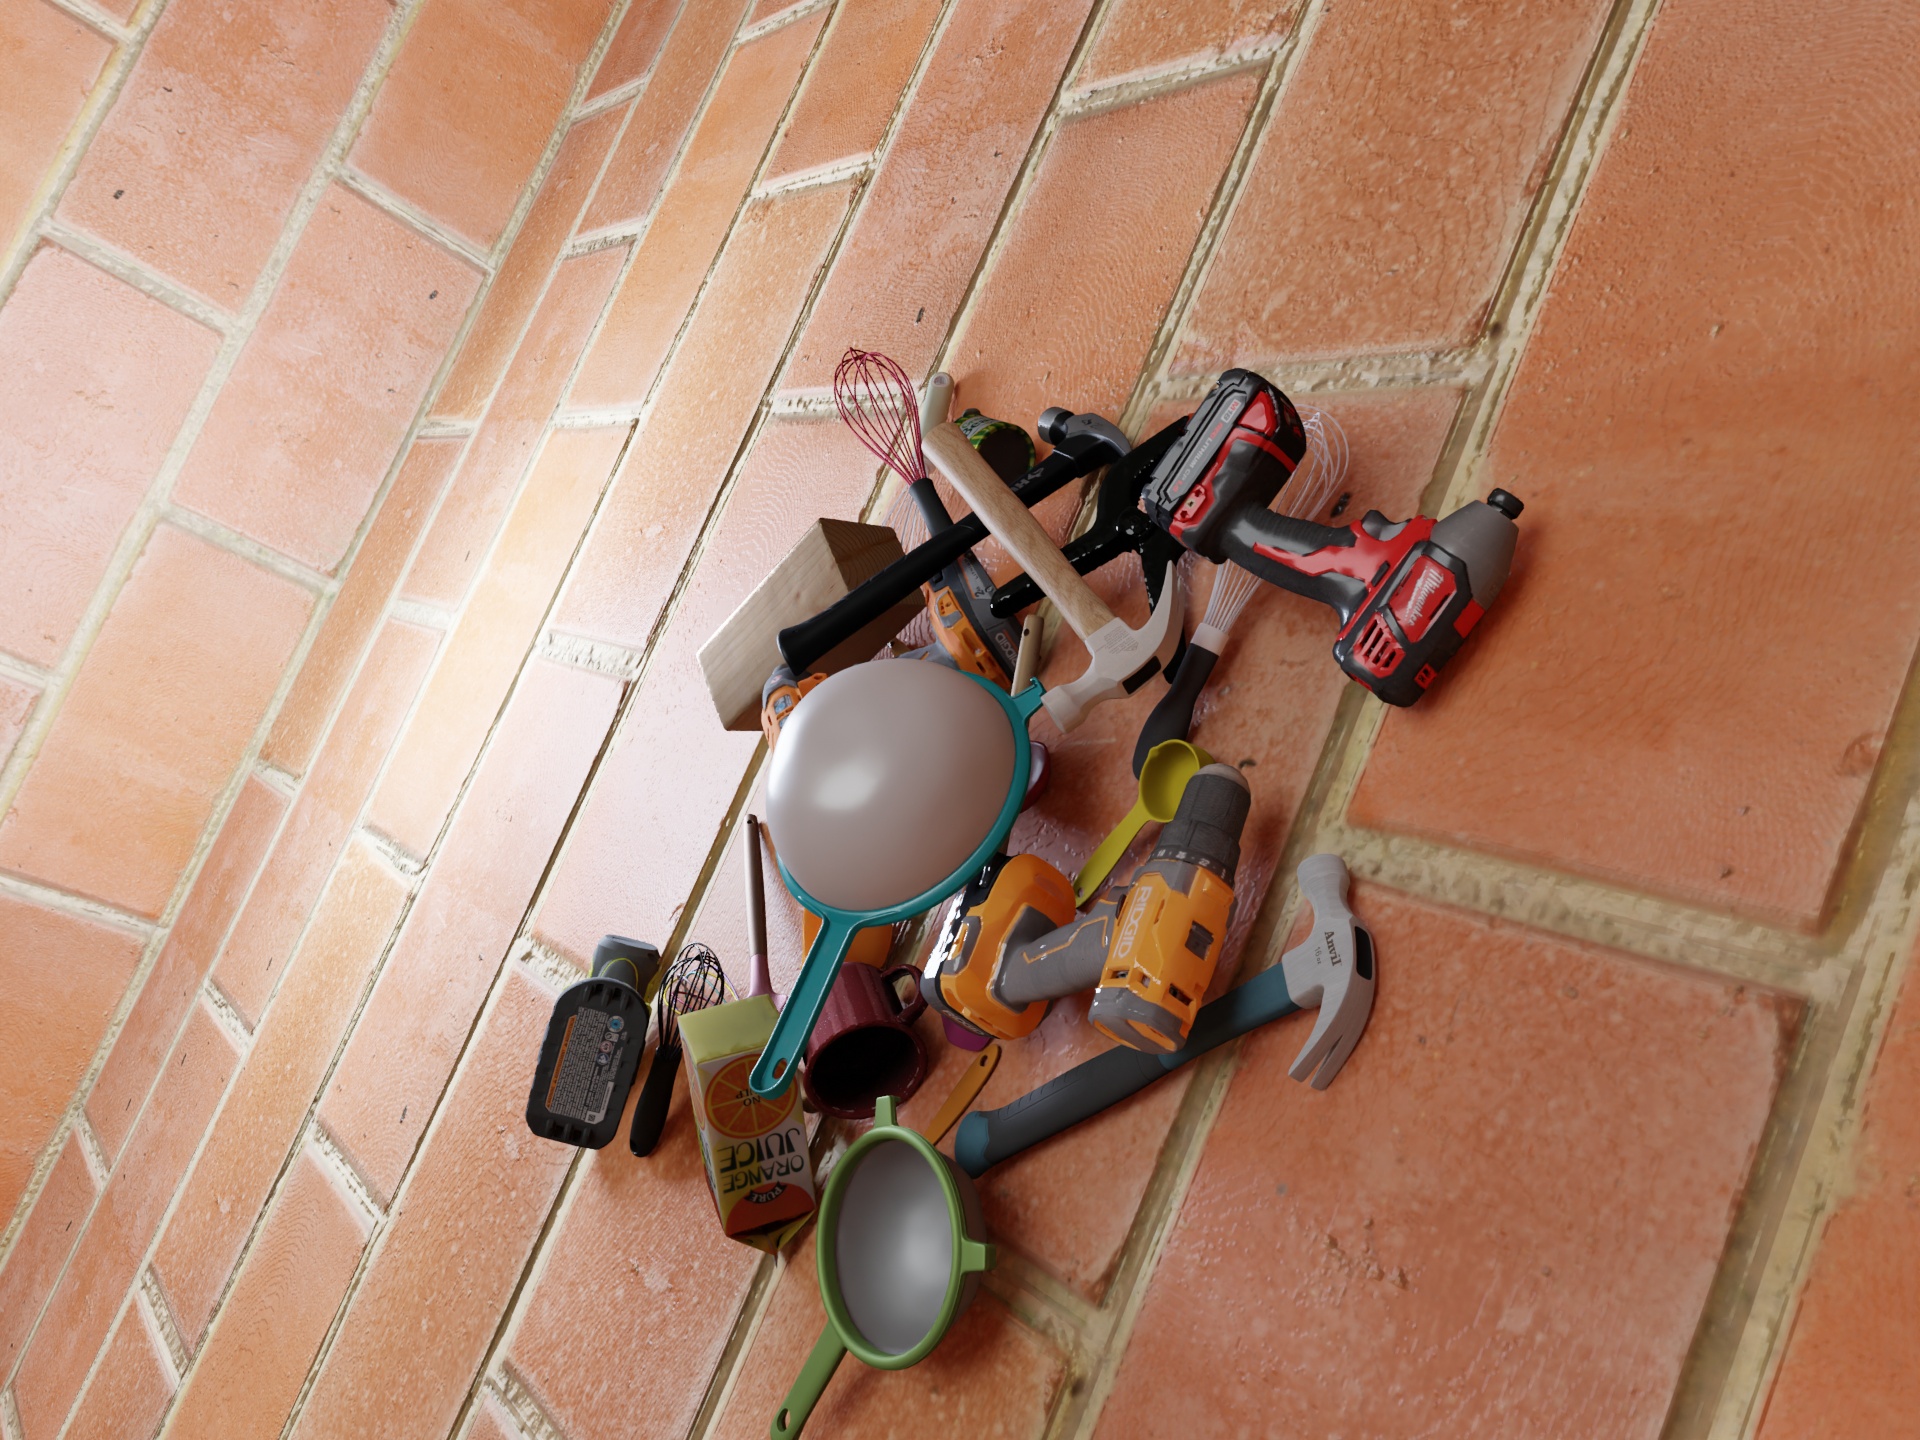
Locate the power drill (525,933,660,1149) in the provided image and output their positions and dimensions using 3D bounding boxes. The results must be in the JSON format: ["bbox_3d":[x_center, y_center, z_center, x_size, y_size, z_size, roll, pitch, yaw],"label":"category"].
[{"bbox_3d":[-0.318,0.294,1.385,0.228,0.080,0.190,168,118,-82],"label":"power drill"}]

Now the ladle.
[{"bbox_3d":[-0.002,-0.004,1.301,0.069,0.031,0.316,-46,35,3],"label":"ladle"}]

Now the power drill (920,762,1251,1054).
[{"bbox_3d":[0.087,0.120,1.025,0.226,0.084,0.185,-15,45,53],"label":"power drill"}]

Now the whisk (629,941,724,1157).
[{"bbox_3d":[-0.243,0.283,1.339,0.238,0.055,0.055,-69,29,29],"label":"whisk"}]

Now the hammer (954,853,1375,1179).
[{"bbox_3d":[0.118,0.211,0.999,0.331,0.033,0.128,-36,41,32],"label":"hammer"}]

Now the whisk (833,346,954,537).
[{"bbox_3d":[-0.043,-0.223,1.419,0.073,0.073,0.296,-40,61,27],"label":"whisk"}]

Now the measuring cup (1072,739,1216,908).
[{"bbox_3d":[0.125,0.078,1.096,0.156,0.029,0.062,-55,40,30],"label":"measuring cup"}]

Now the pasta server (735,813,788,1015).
[{"bbox_3d":[-0.174,0.180,1.357,0.317,0.060,0.040,-103,8,-52],"label":"pasta server"}]

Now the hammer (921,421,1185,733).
[{"bbox_3d":[0.054,-0.130,1.173,0.130,0.031,0.332,-34,47,0],"label":"hammer"}]

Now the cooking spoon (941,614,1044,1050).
[{"bbox_3d":[0.029,0.080,1.157,0.069,0.017,0.319,6,85,48],"label":"cooking spoon"}]

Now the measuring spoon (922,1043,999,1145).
[{"bbox_3d":[-0.009,0.275,1.130,0.117,0.011,0.021,-55,36,9],"label":"measuring spoon"}]

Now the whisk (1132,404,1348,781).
[{"bbox_3d":[0.188,-0.085,1.101,0.070,0.070,0.284,30,96,55],"label":"whisk"}]

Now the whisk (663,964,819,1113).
[{"bbox_3d":[-0.183,0.267,1.328,0.245,0.047,0.051,26,106,51],"label":"whisk"}]

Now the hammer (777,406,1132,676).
[{"bbox_3d":[-0.004,-0.139,1.261,0.335,0.035,0.146,-36,37,-14],"label":"hammer"}]

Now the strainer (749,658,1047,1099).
[{"bbox_3d":[-0.086,0.084,1.086,0.211,0.095,0.340,3,58,36],"label":"strainer"}]

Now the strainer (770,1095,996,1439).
[{"bbox_3d":[-0.049,0.390,1.064,0.152,0.069,0.256,47,116,46],"label":"strainer"}]

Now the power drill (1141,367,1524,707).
[{"bbox_3d":[0.235,-0.123,0.996,0.220,0.078,0.143,41,102,29],"label":"power drill"}]

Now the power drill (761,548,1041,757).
[{"bbox_3d":[-0.062,-0.042,1.297,0.226,0.084,0.164,-33,37,4],"label":"power drill"}]

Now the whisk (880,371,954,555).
[{"bbox_3d":[-0.036,-0.230,1.486,0.058,0.059,0.247,7,60,7],"label":"whisk"}]

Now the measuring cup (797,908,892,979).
[{"bbox_3d":[-0.099,0.197,1.274,0.095,0.052,0.173,-115,36,-52],"label":"measuring cup"}]
